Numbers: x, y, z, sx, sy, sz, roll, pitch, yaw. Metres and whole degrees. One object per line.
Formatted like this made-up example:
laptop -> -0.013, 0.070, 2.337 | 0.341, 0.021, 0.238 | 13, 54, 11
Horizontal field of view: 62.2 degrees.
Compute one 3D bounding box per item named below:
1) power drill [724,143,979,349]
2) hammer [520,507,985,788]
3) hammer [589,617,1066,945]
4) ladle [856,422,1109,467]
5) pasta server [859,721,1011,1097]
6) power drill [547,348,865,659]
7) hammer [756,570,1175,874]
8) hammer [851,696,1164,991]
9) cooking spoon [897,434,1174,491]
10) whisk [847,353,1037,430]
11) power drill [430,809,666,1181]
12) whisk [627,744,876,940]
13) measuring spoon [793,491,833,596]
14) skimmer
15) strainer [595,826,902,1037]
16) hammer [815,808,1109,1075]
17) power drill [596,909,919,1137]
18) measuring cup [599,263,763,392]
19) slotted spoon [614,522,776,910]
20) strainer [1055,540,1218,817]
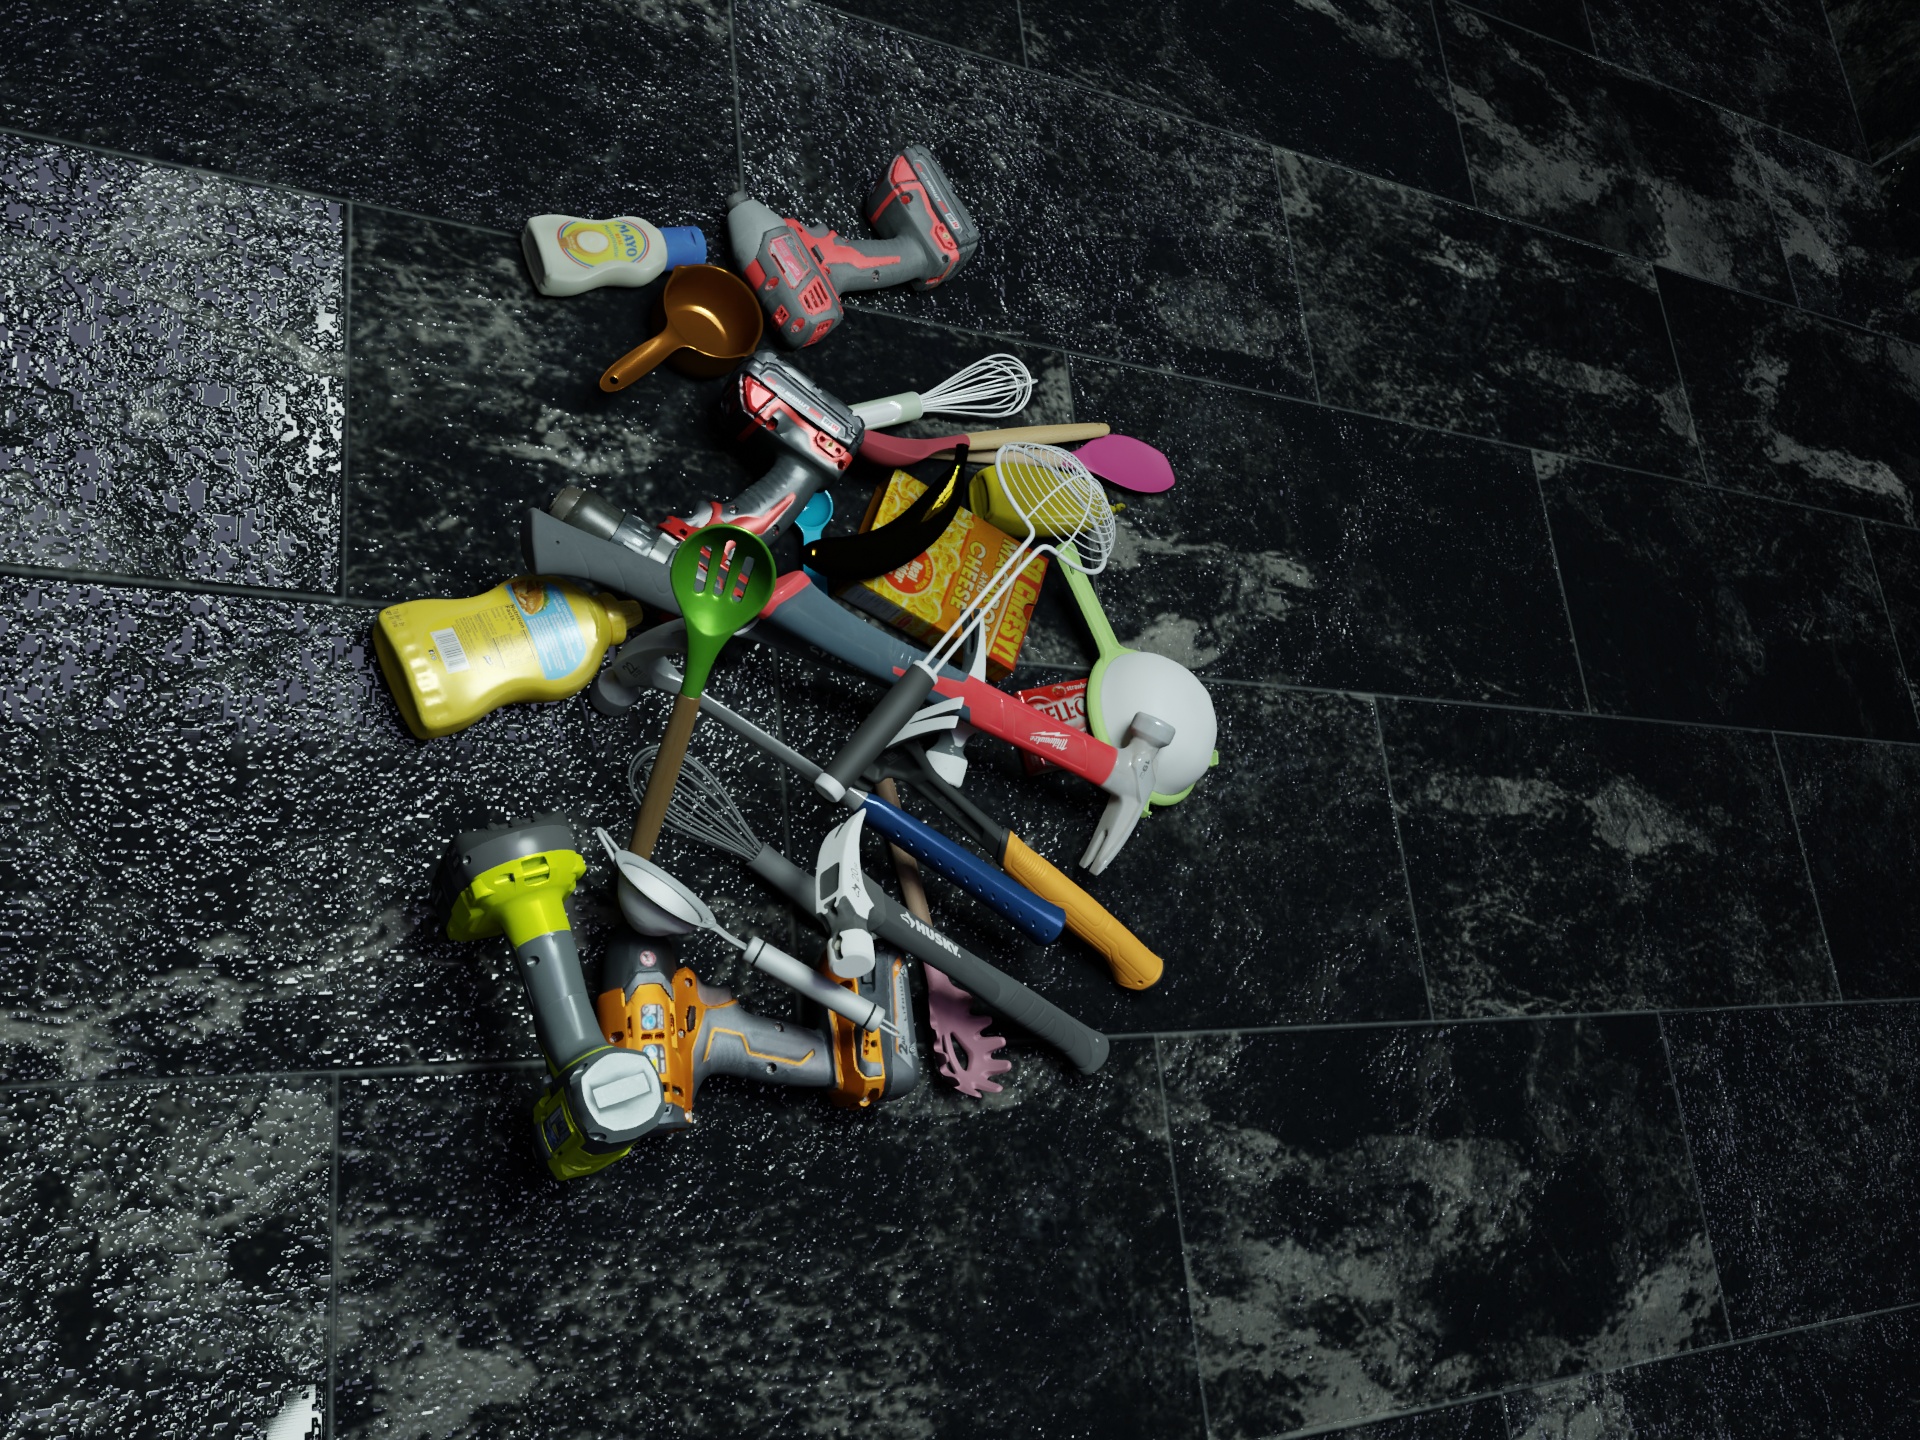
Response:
power drill -> -0.103, -0.431, 1.427 | 0.219, 0.078, 0.143 | -32, 90, -32
hammer -> -0.145, -0.074, 1.222 | 0.408, 0.036, 0.149 | 21, 80, -32
hammer -> -0.084, 0.056, 1.215 | 0.405, 0.144, 0.035 | 34, 53, -17
ladle -> 0.023, -0.255, 1.439 | 0.315, 0.031, 0.069 | -13, 36, -40
pasta server -> -0.030, 0.147, 1.278 | 0.060, 0.040, 0.316 | -6, 74, -39
power drill -> -0.199, -0.184, 1.264 | 0.187, 0.080, 0.227 | 34, 71, -16
hammer -> -0.002, -0.004, 1.269 | 0.386, 0.038, 0.143 | 26, 90, -28
hammer -> 0.057, 0.114, 1.289 | 0.336, 0.127, 0.034 | 43, 38, -24
cooking spoon -> 0.071, -0.247, 1.494 | 0.318, 0.017, 0.069 | -1, 61, -31
whisk -> -0.033, -0.285, 1.431 | 0.246, 0.059, 0.057 | -20, 108, -30
power drill -> -0.275, 0.188, 1.051 | 0.080, 0.171, 0.223 | -13, 71, -34
whisk -> -0.155, 0.101, 1.220 | 0.238, 0.055, 0.055 | 40, 57, -17
measuring spoon -> -0.128, -0.137, 1.342 | 0.042, 0.021, 0.129 | -1, 82, -25
skimmer -> -0.002, -0.076, 1.226 | 0.127, 0.090, 0.363 | 44, 68, -14
strainer -> -0.153, 0.160, 1.114 | 0.258, 0.087, 0.050 | 30, 93, -4
hammer -> 0.009, 0.191, 1.224 | 0.334, 0.035, 0.146 | 38, 27, -37
power drill -> -0.152, 0.211, 1.159 | 0.226, 0.084, 0.164 | 1, 70, -27
measuring cup -> -0.241, -0.306, 1.312 | 0.095, 0.052, 0.174 | 49, 57, -7
slotted spoon -> -0.198, 0.003, 1.110 | 0.070, 0.313, 0.031 | 16, 23, -13
strainer -> 0.163, -0.051, 1.421 | 0.151, 0.069, 0.256 | -28, 93, -50
